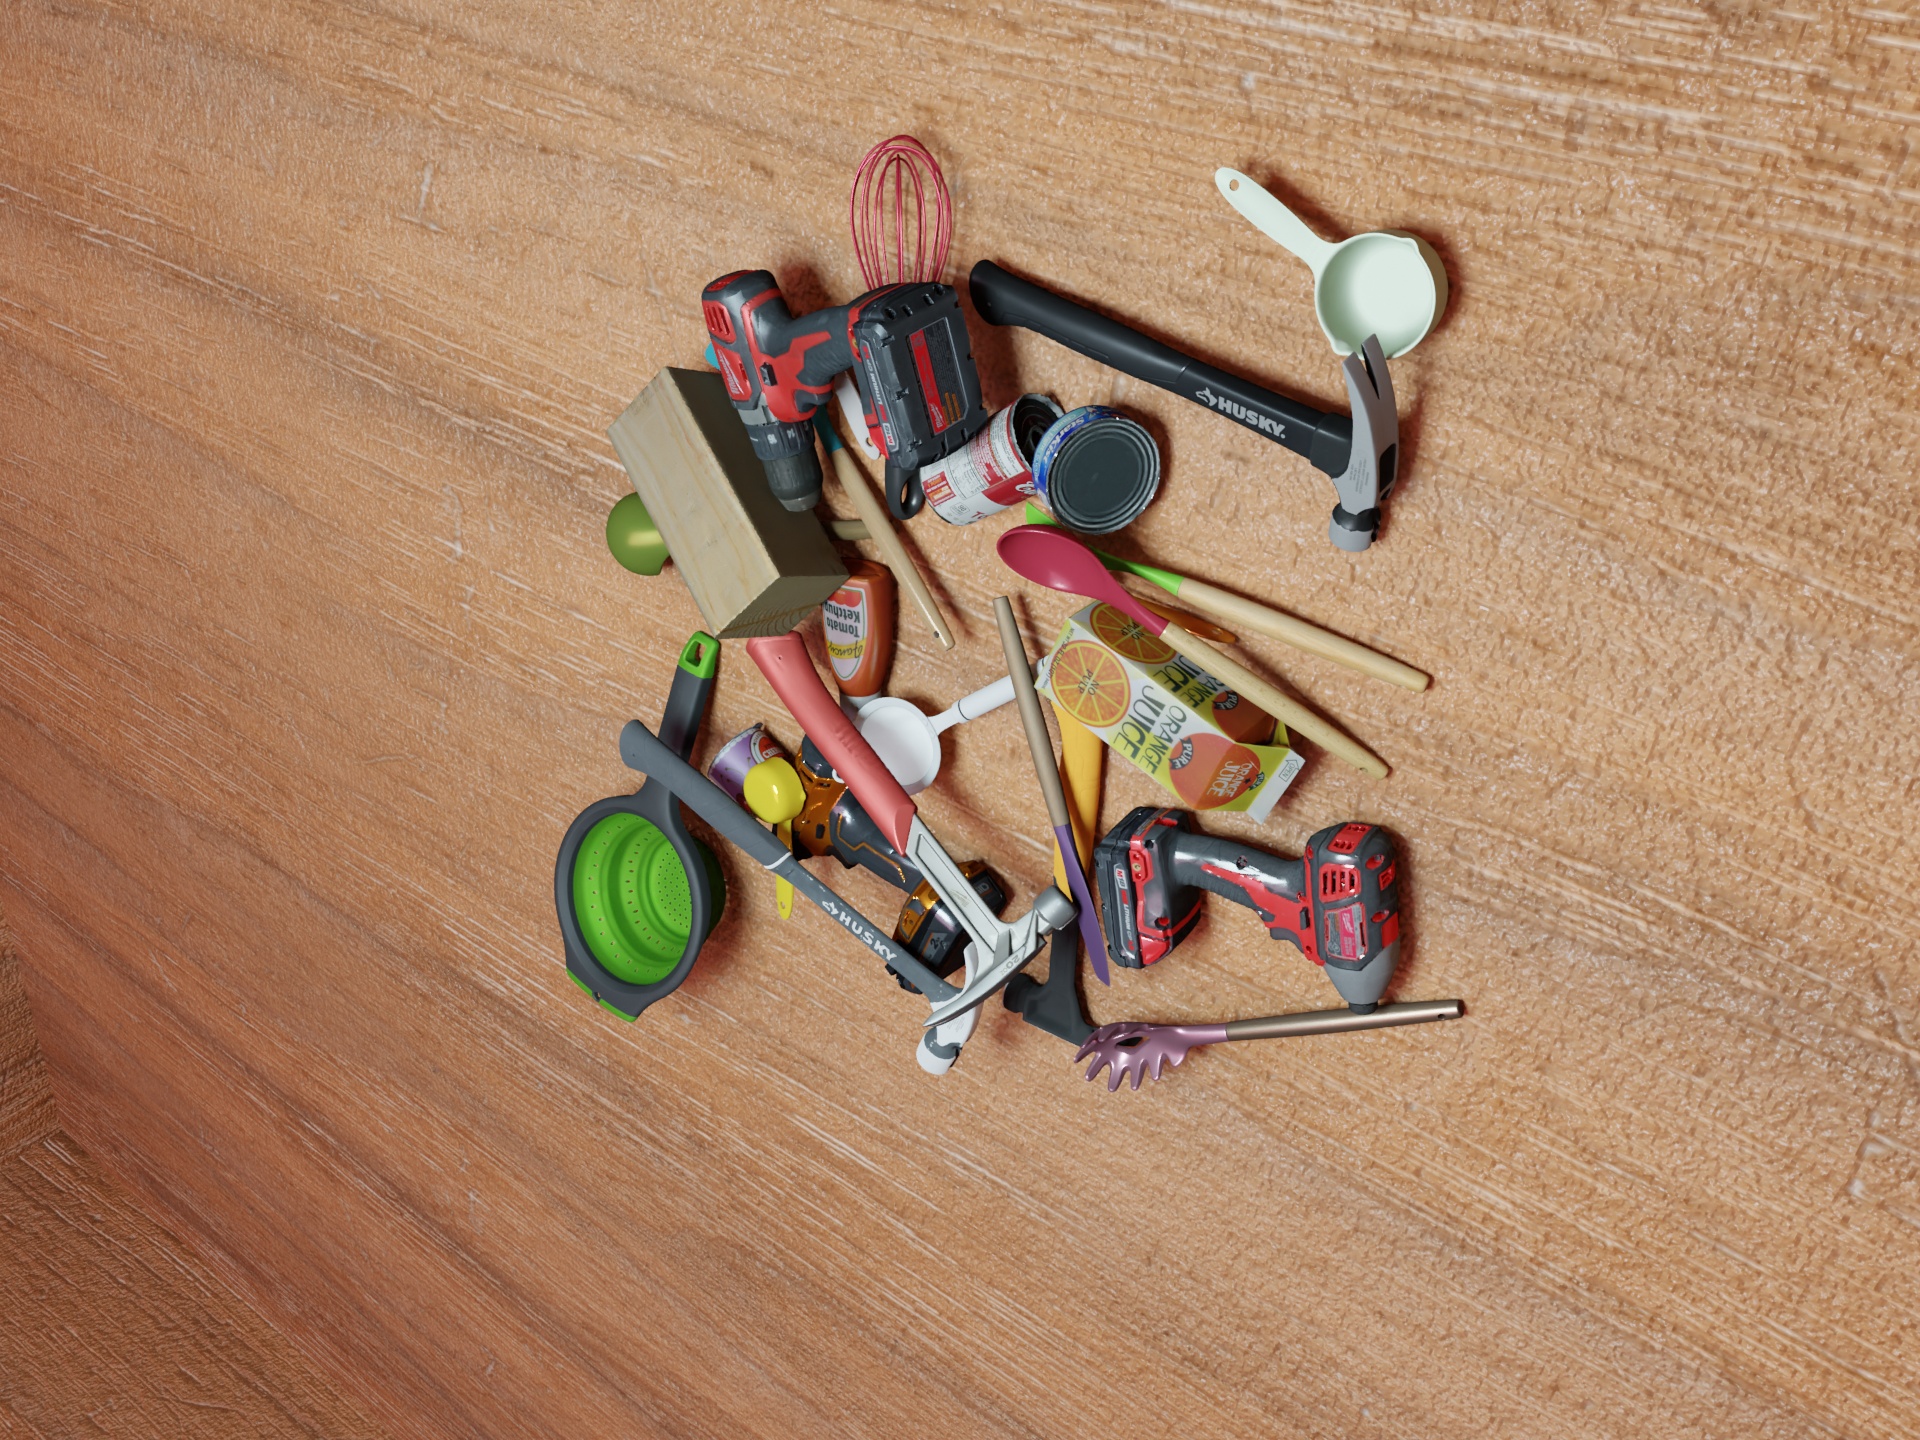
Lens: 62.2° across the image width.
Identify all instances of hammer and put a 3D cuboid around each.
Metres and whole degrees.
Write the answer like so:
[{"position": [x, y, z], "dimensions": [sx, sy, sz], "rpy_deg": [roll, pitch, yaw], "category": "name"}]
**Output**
[{"position": [0.097, 0.121, 1.294], "dimensions": [0.127, 0.034, 0.336], "rpy_deg": [20, 123, 31], "category": "hammer"}, {"position": [-0.070, 0.069, 1.289], "dimensions": [0.149, 0.036, 0.359], "rpy_deg": [-41, 70, 3], "category": "hammer"}, {"position": [-0.141, 0.129, 1.364], "dimensions": [0.409, 0.036, 0.149], "rpy_deg": [37, 130, 16], "category": "hammer"}, {"position": [0.139, -0.237, 1.055], "dimensions": [0.335, 0.035, 0.146], "rpy_deg": [32, 150, 27], "category": "hammer"}]

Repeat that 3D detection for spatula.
[{"position": [-0.095, -0.189, 1.270], "dimensions": [0.082, 0.044, 0.317], "rpy_deg": [-37, 81, 41], "category": "spatula"}, {"position": [0.073, 0.056, 1.236], "dimensions": [0.060, 0.018, 0.316], "rpy_deg": [-167, 61, -79], "category": "spatula"}]

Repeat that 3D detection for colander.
[{"position": [-0.277, 0.098, 1.561], "dimensions": [0.205, 0.094, 0.397], "rpy_deg": [29, 110, 29], "category": "colander"}]

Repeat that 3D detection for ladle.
[{"position": [0.164, -0.049, 1.112], "dimensions": [0.315, 0.031, 0.069], "rpy_deg": [34, 155, 3], "category": "ladle"}, {"position": [-0.183, -0.164, 1.377], "dimensions": [0.320, 0.062, 0.078], "rpy_deg": [2, 111, 31], "category": "ladle"}]

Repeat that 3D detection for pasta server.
[{"position": [0.230, 0.243, 1.224], "dimensions": [0.316, 0.040, 0.060], "rpy_deg": [-14, 120, 34], "category": "pasta server"}]

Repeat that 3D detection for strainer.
[{"position": [-0.002, -0.004, 1.301], "dimensions": [0.258, 0.050, 0.087], "rpy_deg": [-26, 93, 36], "category": "strainer"}]

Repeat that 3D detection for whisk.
[{"position": [-0.042, -0.283, 1.183], "dimensions": [0.073, 0.073, 0.295], "rpy_deg": [23, 130, 29], "category": "whisk"}]

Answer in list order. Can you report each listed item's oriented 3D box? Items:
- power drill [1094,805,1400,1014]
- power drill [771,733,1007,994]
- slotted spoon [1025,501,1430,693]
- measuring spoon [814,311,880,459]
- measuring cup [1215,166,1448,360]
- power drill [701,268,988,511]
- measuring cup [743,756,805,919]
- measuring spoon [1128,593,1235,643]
[{"position": [0.217, 0.140, 1.181], "dimensions": [0.220, 0.078, 0.143], "rpy_deg": [5, 115, 34], "category": "power drill"}, {"position": [-0.079, 0.130, 1.412], "dimensions": [0.227, 0.084, 0.164], "rpy_deg": [45, 133, 18], "category": "power drill"}, {"position": [0.178, -0.084, 1.116], "dimensions": [0.314, 0.070, 0.031], "rpy_deg": [25, 91, 21], "category": "slotted spoon"}, {"position": [-0.088, -0.266, 1.261], "dimensions": [0.034, 0.018, 0.124], "rpy_deg": [-7, 114, 41], "category": "measuring spoon"}, {"position": [0.226, -0.290, 0.976], "dimensions": [0.168, 0.038, 0.083], "rpy_deg": [44, 133, 15], "category": "measuring cup"}, {"position": [-0.089, -0.235, 1.166], "dimensions": [0.227, 0.080, 0.187], "rpy_deg": [15, 130, 43], "category": "power drill"}, {"position": [-0.166, 0.109, 1.411], "dimensions": [0.062, 0.029, 0.156], "rpy_deg": [17, 115, 40], "category": "measuring cup"}, {"position": [0.146, -0.082, 1.152], "dimensions": [0.117, 0.021, 0.011], "rpy_deg": [24, 126, 20], "category": "measuring spoon"}]
